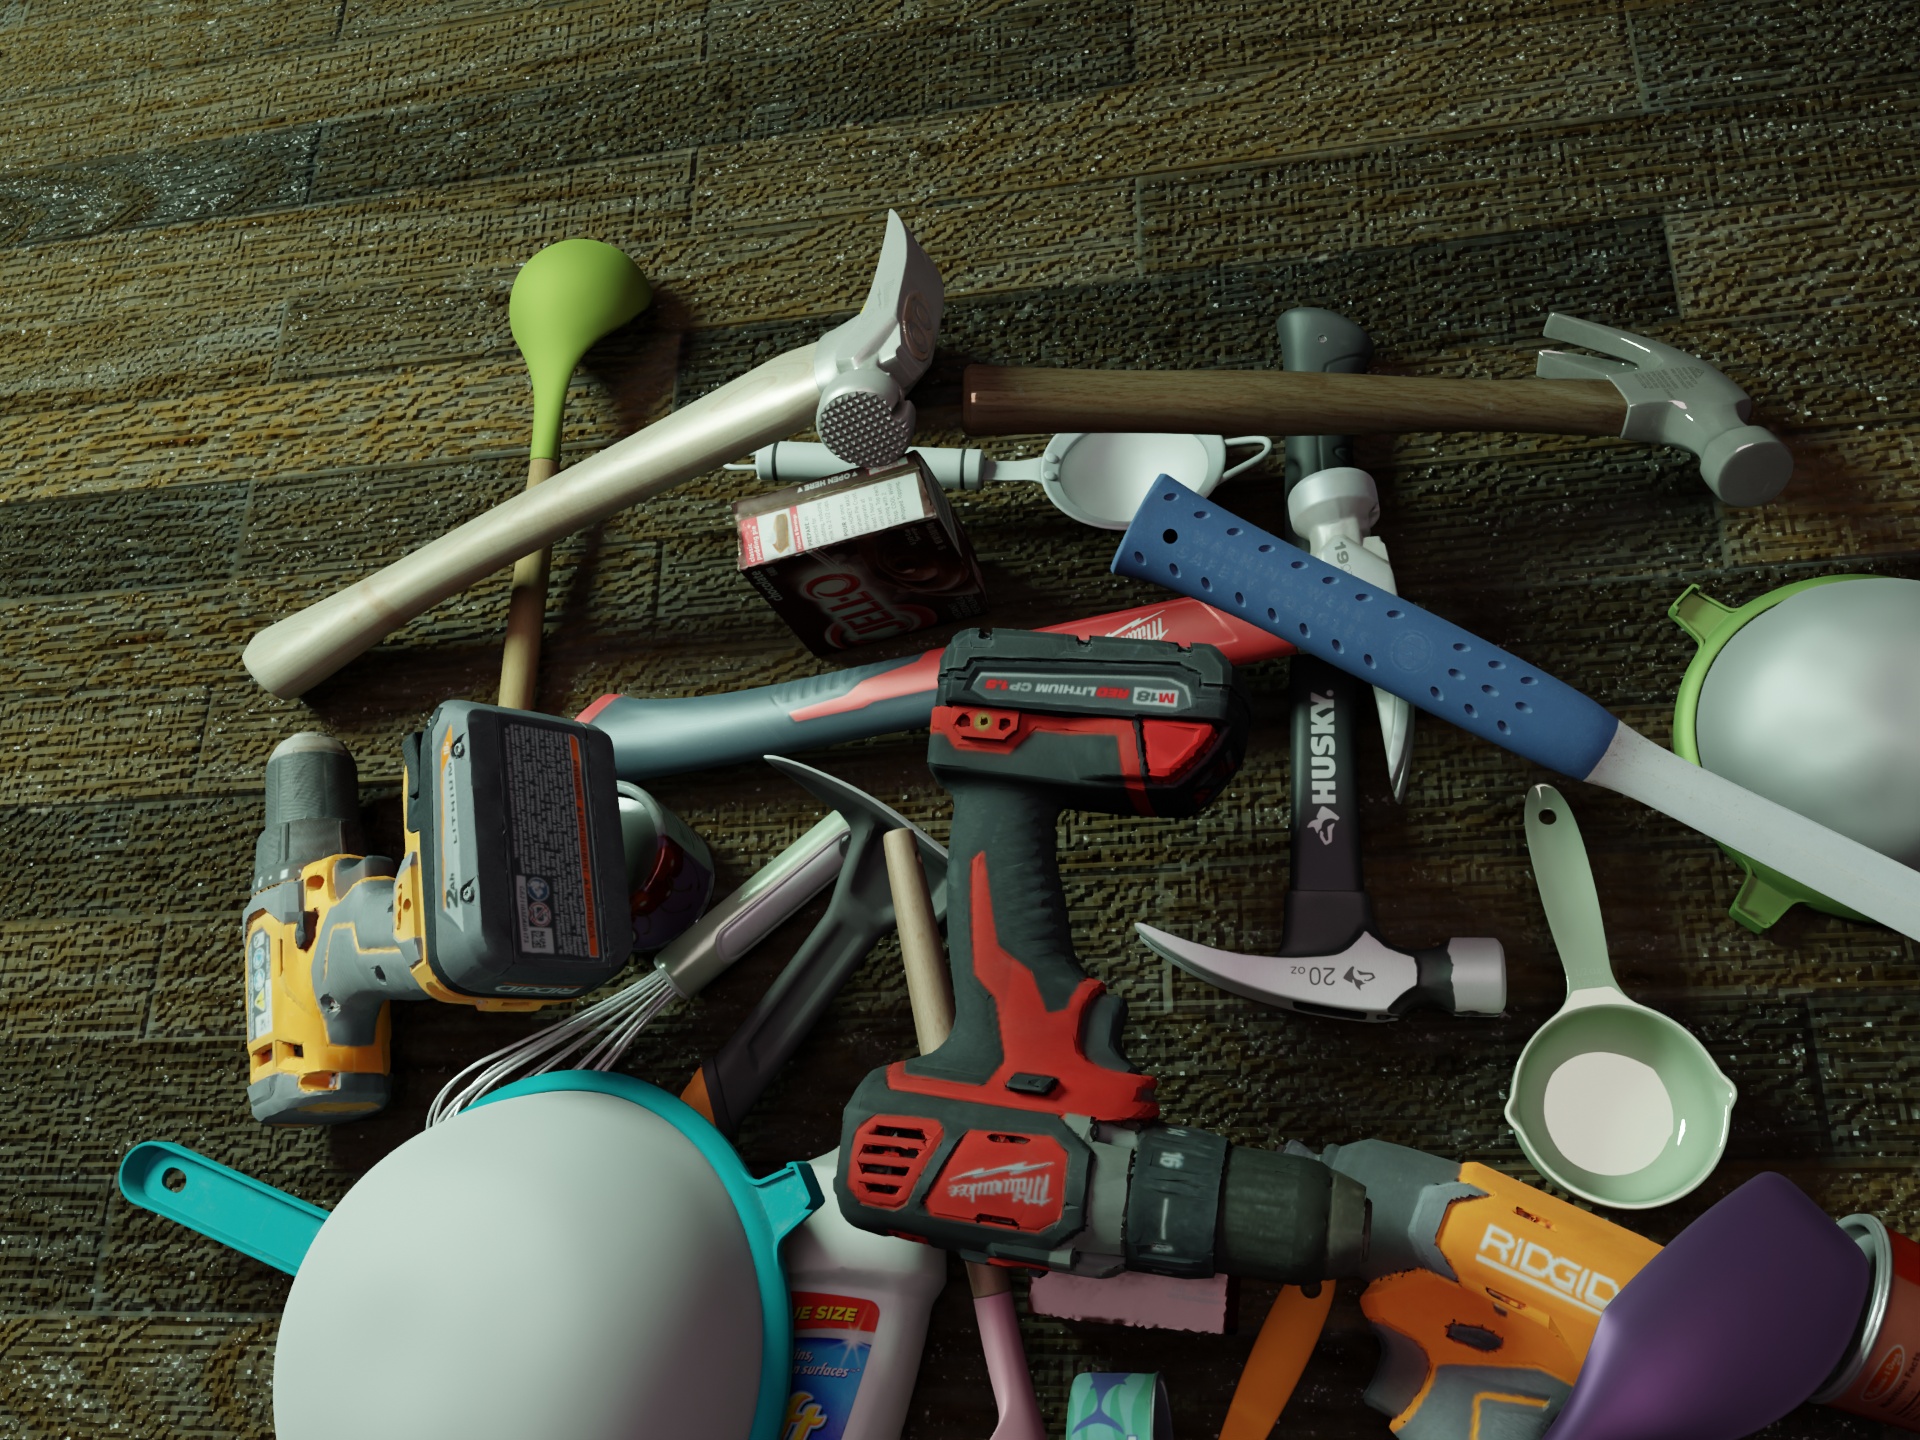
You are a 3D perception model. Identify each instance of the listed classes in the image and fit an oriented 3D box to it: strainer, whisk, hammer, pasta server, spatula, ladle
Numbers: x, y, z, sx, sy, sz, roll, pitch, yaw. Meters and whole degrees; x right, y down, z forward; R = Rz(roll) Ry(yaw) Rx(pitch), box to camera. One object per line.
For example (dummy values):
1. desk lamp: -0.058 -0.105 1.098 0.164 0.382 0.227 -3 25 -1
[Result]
1. strainer: 0.417 -0.005 0.611 0.256 0.069 0.152 -6 68 13
2. whisk: -0.135 0.120 0.707 0.246 0.057 0.059 -39 36 -8
3. hammer: -0.186 -0.104 0.742 0.410 0.038 0.146 -21 40 27
4. pasta server: -0.001 0.196 0.618 0.040 0.060 0.316 -17 73 14
5. strainer: -0.230 0.218 0.606 0.340 0.095 0.211 12 76 25
6. hammer: 0.248 0.010 0.585 0.405 0.035 0.144 27 101 6
7. hammer: 0.155 -0.036 0.705 0.146 0.035 0.335 -1 69 12
8. strainer: 0.014 -0.118 0.750 0.258 0.050 0.087 4 52 7
9. hammer: -0.124 0.176 0.669 0.127 0.034 0.337 37 84 -8
10. hammer: -0.001 -0.002 0.701 0.386 0.038 0.143 -11 65 16
11. spatula: 0.172 0.260 0.510 0.316 0.018 0.060 -35 61 -11
12. hammer: 0.166 -0.136 0.679 0.331 0.031 0.130 0 36 -2
13. ladle: -0.210 -0.103 0.820 0.078 0.062 0.320 -1 76 17

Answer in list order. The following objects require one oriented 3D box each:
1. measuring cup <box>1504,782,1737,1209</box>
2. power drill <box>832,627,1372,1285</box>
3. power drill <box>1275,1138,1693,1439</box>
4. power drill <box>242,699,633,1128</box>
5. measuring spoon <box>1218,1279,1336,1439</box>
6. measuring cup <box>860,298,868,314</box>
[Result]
1. measuring cup: 0.246 0.108 0.627 0.083 0.038 0.168 -9 66 10
2. power drill: 0.060 0.089 0.582 0.188 0.080 0.227 5 76 15
3. power drill: 0.156 0.267 0.564 0.164 0.084 0.226 22 71 20
4. power drill: -0.244 0.064 0.697 0.226 0.084 0.185 -28 63 36
5. measuring spoon: 0.116 0.258 0.612 0.021 0.011 0.117 25 77 21
6. measuring cup: -0.052 -0.137 0.790 0.029 0.062 0.156 17 85 4
